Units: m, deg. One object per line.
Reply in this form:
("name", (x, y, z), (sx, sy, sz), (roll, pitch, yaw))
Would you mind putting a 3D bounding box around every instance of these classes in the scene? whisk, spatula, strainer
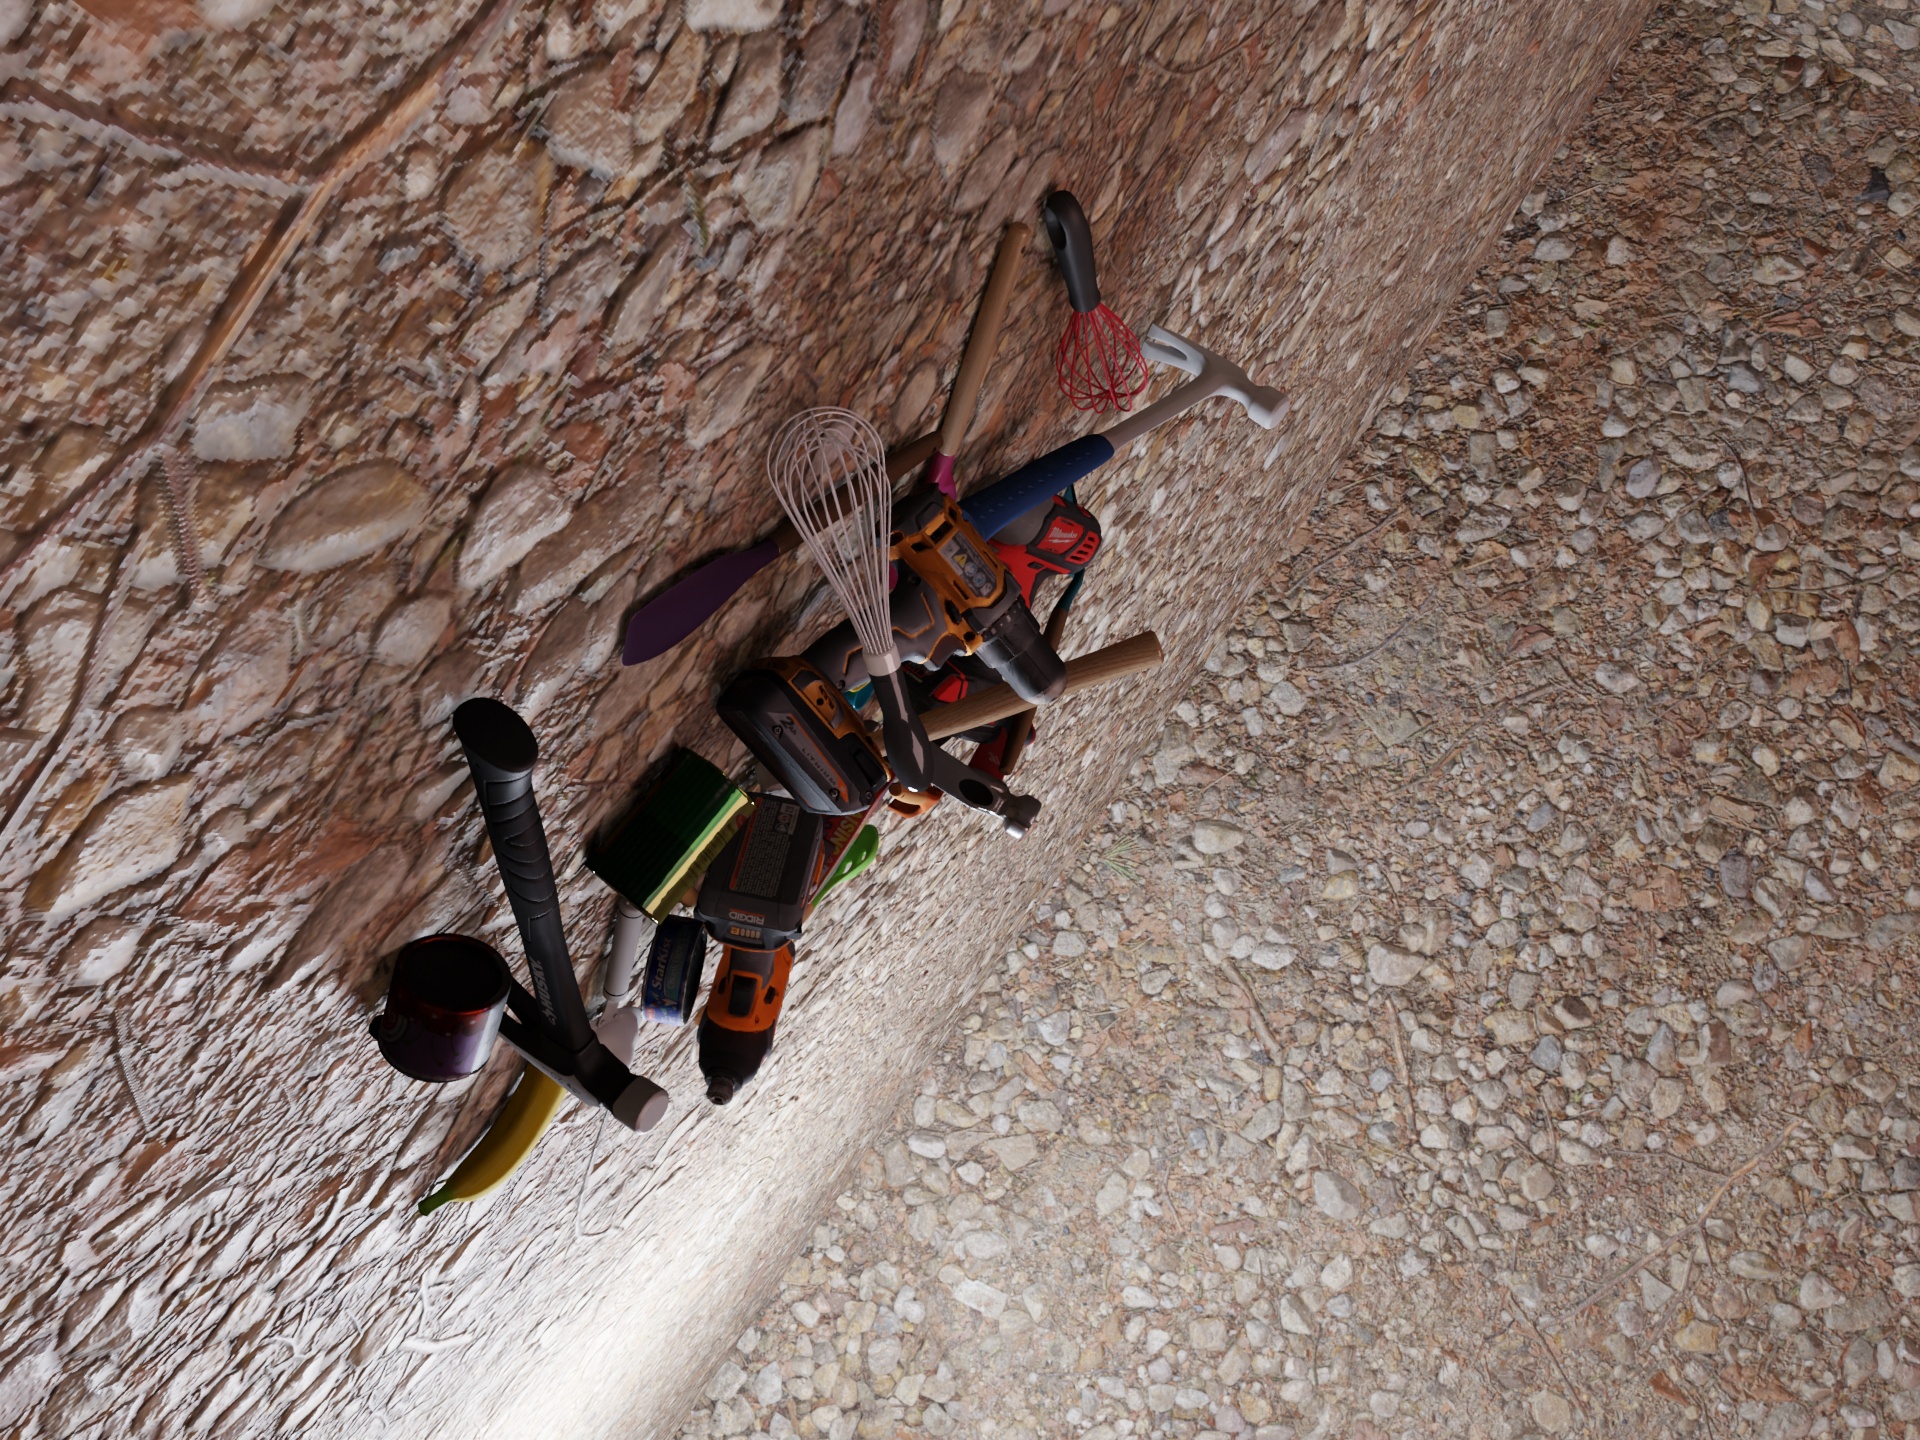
("whisk", (0.095, -0.306, 1.190), (0.073, 0.073, 0.295), (-54, 162, -6))
("spatula", (-0.105, -0.119, 1.018), (0.316, 0.018, 0.059), (-42, 162, -41))
("strainer", (-0.267, 0.214, 1.224), (0.087, 0.050, 0.258), (-23, 144, -40))
("whisk", (-0.059, -0.067, 1.001), (0.070, 0.070, 0.284), (-45, 134, -37))
("spatula", (-0.048, 0.065, 1.508), (0.081, 0.041, 0.322), (-41, 173, 1))
("spatula", (0.074, -0.081, 1.452), (0.082, 0.044, 0.318), (107, 2, -56))

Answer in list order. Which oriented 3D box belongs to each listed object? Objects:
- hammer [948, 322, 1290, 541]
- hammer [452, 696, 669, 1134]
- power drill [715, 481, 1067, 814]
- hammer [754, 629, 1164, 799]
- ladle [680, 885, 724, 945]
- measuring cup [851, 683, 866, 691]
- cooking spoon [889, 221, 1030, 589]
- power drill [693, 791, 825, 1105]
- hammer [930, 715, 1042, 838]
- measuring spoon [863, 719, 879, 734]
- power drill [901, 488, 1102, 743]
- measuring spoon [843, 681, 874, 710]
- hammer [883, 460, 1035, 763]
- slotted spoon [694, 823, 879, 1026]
("hammer", (0.119, -0.234, 1.321), (0.405, 0.144, 0.035), (-35, 155, -41))
("hammer", (-0.248, 0.112, 0.920), (0.035, 0.146, 0.334), (-46, 152, -36))
("power drill", (-0.037, -0.031, 1.129), (0.226, 0.185, 0.084), (-48, -161, -20))
("hammer", (-0.002, -0.004, 1.235), (0.331, 0.031, 0.130), (-19, 170, 3))
("ladle", (-0.208, 0.176, 1.360), (0.069, 0.031, 0.315), (-62, 167, -16))
("measuring cup", (-0.049, -0.091, 1.260), (0.156, 0.029, 0.062), (-53, 168, -14))
("cooking spoon", (-0.004, -0.215, 1.142), (0.069, 0.017, 0.318), (-37, 159, -42))
("power drill", (-0.165, 0.185, 1.245), (0.164, 0.084, 0.226), (-80, -178, -47))
("hammer", (0.021, 0.023, 1.538), (0.038, 0.143, 0.386), (-58, 179, 11))
("measuring spoon", (-0.116, 0.045, 1.400), (0.124, 0.018, 0.034), (-50, -179, 7))
("power drill", (0.022, -0.097, 1.347), (0.143, 0.079, 0.219), (14, 108, -52))
("measuring spoon", (-0.065, -0.070, 1.298), (0.128, 0.021, 0.042), (-64, 167, -1))
("hammer", (0.014, -0.092, 1.470), (0.127, 0.034, 0.336), (-41, 160, -50))
("slotted spoon", (-0.154, 0.185, 1.455), (0.070, 0.031, 0.314), (-22, -166, 34))
